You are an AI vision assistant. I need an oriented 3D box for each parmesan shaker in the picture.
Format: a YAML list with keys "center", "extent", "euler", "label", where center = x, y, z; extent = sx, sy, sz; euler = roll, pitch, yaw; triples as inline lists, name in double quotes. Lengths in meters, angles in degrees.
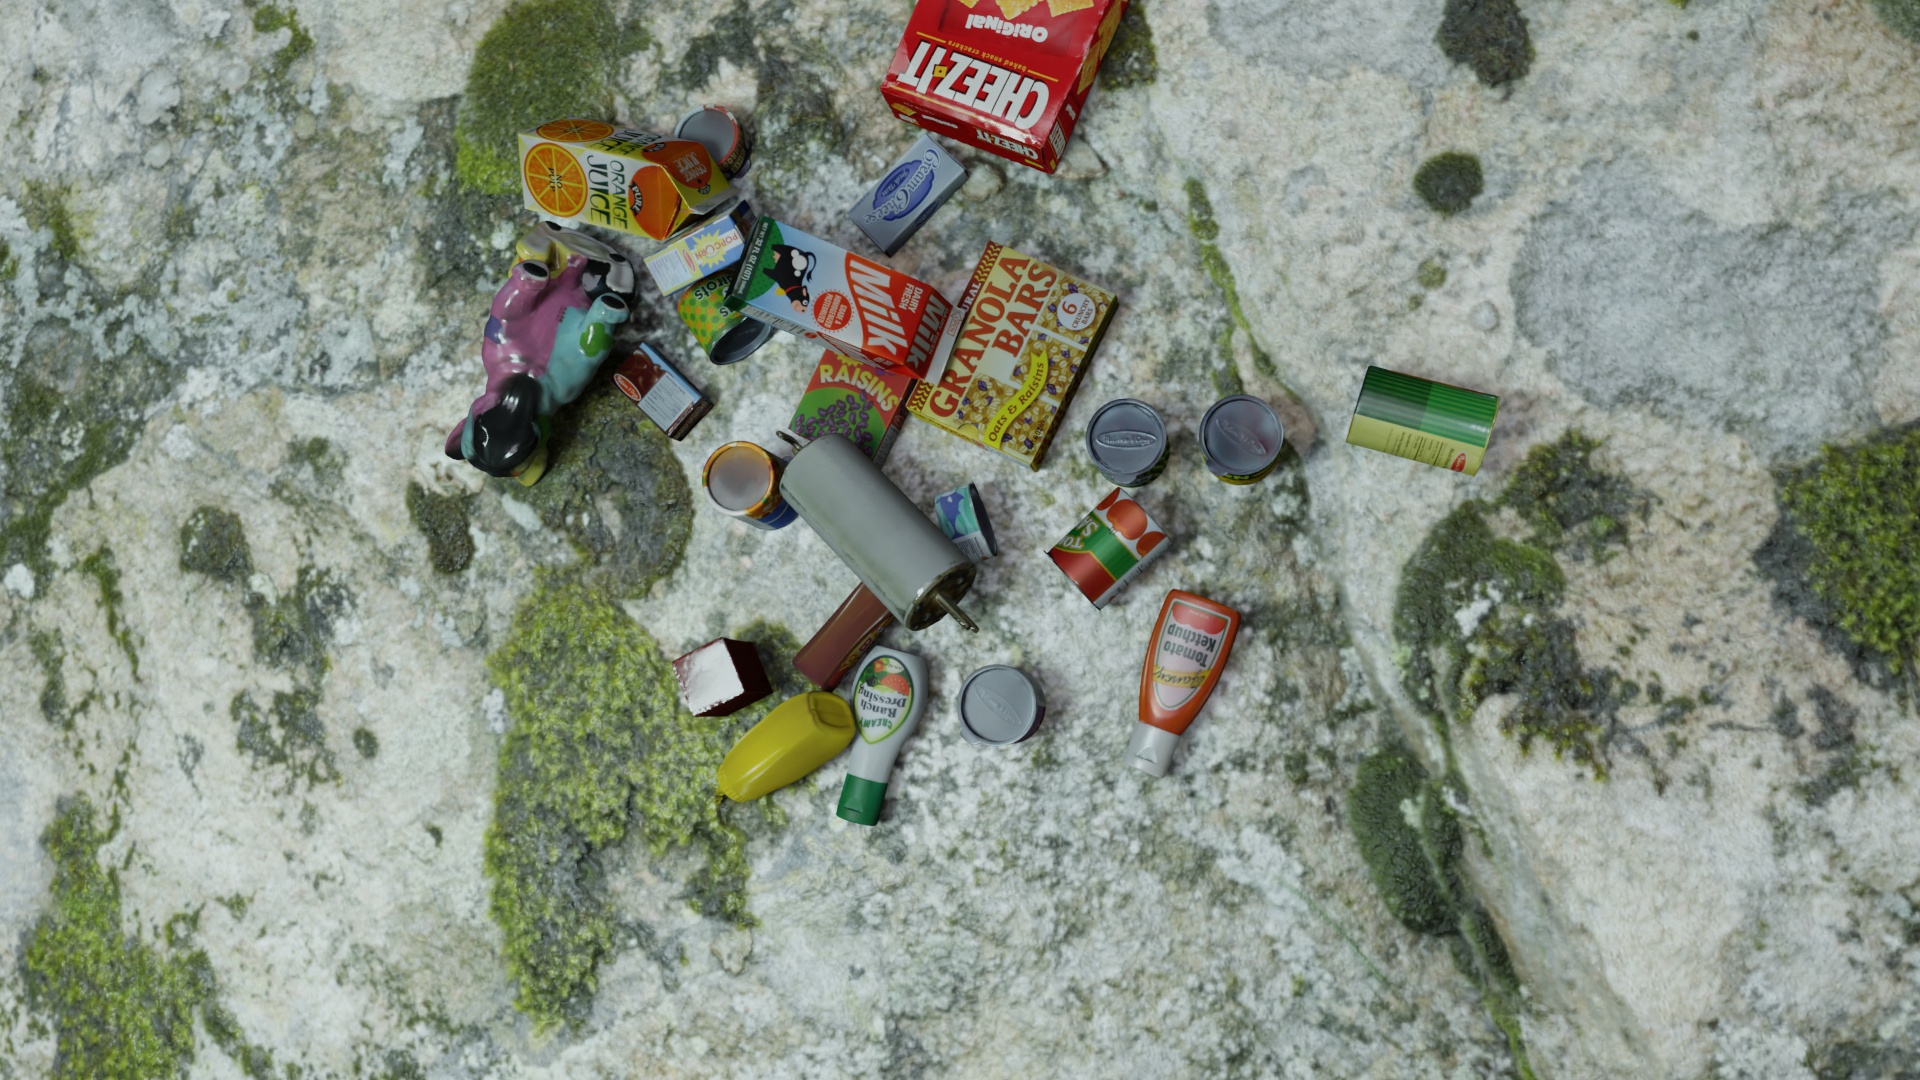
- center: [0.367, -0.098, 1.106]
  extent: [0.103, 0.071, 0.071]
  euler: [17, 86, 14]
  label: "parmesan shaker"

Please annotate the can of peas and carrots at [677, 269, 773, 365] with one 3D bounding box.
- center: [-0.210, -0.201, 1.241]
  extent: [0.071, 0.071, 0.059]
  euler: [-37, 76, 5]
  label: "can of peas and carrots"

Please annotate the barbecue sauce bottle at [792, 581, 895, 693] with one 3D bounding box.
- center: [-0.079, 0.061, 1.182]
  extent: [0.044, 0.065, 0.149]
  euler: [40, 83, 5]
  label: "barbecue sauce bottle"

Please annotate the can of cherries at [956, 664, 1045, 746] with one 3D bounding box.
- center: [0.032, 0.138, 1.148]
  extent: [0.071, 0.058, 0.071]
  euler: [-1, 83, 11]
  label: "can of cherries"

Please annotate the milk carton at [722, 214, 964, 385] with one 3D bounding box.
- center: [-0.093, -0.195, 1.152]
  extent: [0.190, 0.073, 0.072]
  euler: [21, 86, -16]
  label: "milk carton"

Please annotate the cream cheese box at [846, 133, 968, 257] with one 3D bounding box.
- center: [-0.047, -0.310, 1.246]
  extent: [0.104, 0.024, 0.053]
  euler: [-45, 77, 3]
  label: "cream cheese box"

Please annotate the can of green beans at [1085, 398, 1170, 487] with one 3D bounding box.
- center: [0.140, -0.080, 1.157]
  extent: [0.071, 0.058, 0.071]
  euler: [-2, 82, 11]
  label: "can of green beans"

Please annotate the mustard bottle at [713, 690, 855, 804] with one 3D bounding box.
- center: [-0.161, 0.182, 1.173]
  extent: [0.159, 0.065, 0.049]
  euler: [-36, 55, 27]
  label: "mustard bottle"

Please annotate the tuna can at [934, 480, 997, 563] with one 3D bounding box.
- center: [0.004, -0.015, 1.173]
  extent: [0.033, 0.071, 0.071]
  euler: [-19, 79, 9]
  label: "tuna can"

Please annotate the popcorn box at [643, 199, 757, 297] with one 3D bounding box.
- center: [-0.224, -0.259, 1.225]
  extent: [0.085, 0.127, 0.038]
  euler: [-25, 109, 7]
  label: "popcorn box"

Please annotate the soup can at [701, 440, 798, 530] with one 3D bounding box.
- center: [-0.177, -0.050, 1.205]
  extent: [0.071, 0.083, 0.071]
  euler: [-2, 82, 12]
  label: "soup can"

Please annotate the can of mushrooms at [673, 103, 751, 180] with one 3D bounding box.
- center: [-0.229, -0.367, 1.288]
  extent: [0.071, 0.033, 0.071]
  euler: [-2, 81, 11]
  label: "can of mushrooms"

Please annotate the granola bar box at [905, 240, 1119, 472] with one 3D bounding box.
- center: [0.045, -0.160, 1.198]
  extent: [0.124, 0.039, 0.165]
  euler: [26, 88, 14]
  label: "granola bar box"

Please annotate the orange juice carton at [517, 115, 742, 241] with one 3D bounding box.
- center: [-0.298, -0.326, 1.258]
  extent: [0.193, 0.072, 0.072]
  euler: [16, 125, 17]
  label: "orange juice carton"

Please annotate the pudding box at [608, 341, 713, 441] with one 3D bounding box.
- center: [-0.272, -0.136, 1.265]
  extent: [0.084, 0.030, 0.049]
  euler: [43, 93, 14]
  label: "pudding box"

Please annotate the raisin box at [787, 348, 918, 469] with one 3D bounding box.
- center: [-0.085, -0.133, 1.221]
  extent: [0.086, 0.040, 0.123]
  euler: [25, 89, 14]
  label: "raisin box"

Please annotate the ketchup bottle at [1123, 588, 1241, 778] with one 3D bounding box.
- center: [0.175, 0.117, 1.129]
  extent: [0.065, 0.043, 0.149]
  euler: [20, 87, 13]
  label: "ketchup bottle"

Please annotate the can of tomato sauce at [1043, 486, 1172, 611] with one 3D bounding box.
- center: [0.121, 0.005, 1.144]
  extent: [0.083, 0.071, 0.071]
  euler: [-43, 76, 3]
  label: "can of tomato sauce"

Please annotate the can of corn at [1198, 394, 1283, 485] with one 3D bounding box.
- center: [0.228, -0.079, 1.138]
  extent: [0.071, 0.058, 0.071]
  euler: [-2, 82, 11]
  label: "can of corn"

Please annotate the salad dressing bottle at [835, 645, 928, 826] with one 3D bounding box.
- center: [-0.069, 0.165, 1.173]
  extent: [0.064, 0.044, 0.147]
  euler: [13, 85, 16]
  label: "salad dressing bottle"
